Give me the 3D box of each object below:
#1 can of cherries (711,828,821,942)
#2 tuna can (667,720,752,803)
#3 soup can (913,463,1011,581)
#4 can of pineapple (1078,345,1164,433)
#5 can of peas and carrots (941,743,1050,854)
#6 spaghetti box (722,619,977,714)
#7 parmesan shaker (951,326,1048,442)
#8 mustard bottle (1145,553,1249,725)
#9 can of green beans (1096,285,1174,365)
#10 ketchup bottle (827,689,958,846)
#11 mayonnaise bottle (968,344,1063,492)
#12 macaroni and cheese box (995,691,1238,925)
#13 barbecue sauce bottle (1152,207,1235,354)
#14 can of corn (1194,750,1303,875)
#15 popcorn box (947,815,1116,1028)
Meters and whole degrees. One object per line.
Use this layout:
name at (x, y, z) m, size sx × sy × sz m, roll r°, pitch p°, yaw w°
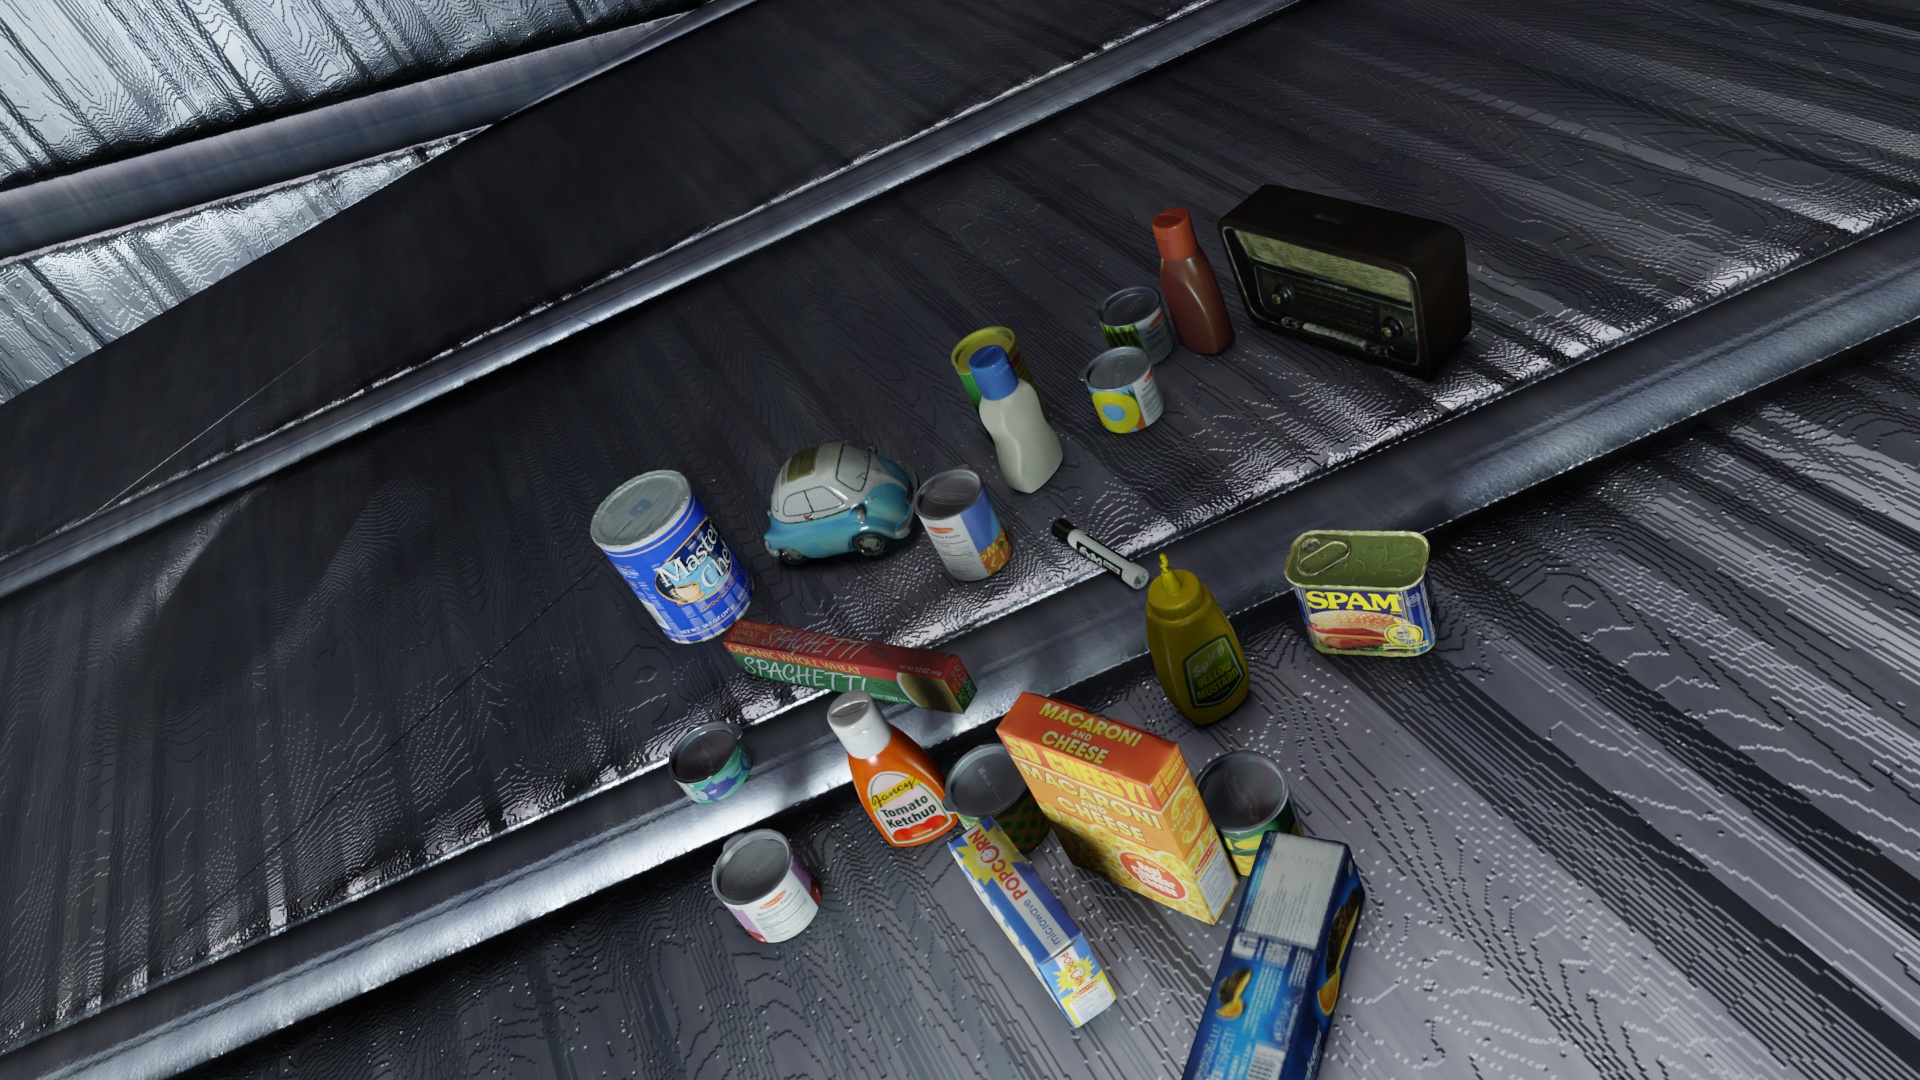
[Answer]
can of cherries at (-0.149, 0.263, 1.066) m, size 0.071 × 0.058 × 0.072 m, roll -15°, pitch 41°, yaw 14°
tuna can at (-0.214, 0.190, 1.200) m, size 0.071 × 0.032 × 0.071 m, roll -15°, pitch 41°, yaw 14°
soup can at (0.005, -0.016, 1.266) m, size 0.071 × 0.083 × 0.072 m, roll -15°, pitch 41°, yaw 14°
can of pineapple at (0.157, -0.146, 1.344) m, size 0.071 × 0.057 × 0.071 m, roll -15°, pitch 41°, yaw 14°
can of peas and carrots at (0.028, 0.197, 1.042) m, size 0.071 × 0.058 × 0.071 m, roll -15°, pitch 41°, yaw 14°
spaghetti box at (-0.102, 0.109, 1.215) m, size 0.250 × 0.050 × 0.029 m, roll 6°, pitch 50°, yaw 33°
parmesan shaker at (0.038, -0.150, 1.378) m, size 0.071 × 0.102 × 0.072 m, roll -15°, pitch 41°, yaw 14°
mustard bottle at (0.168, 0.069, 1.025) m, size 0.065 × 0.159 × 0.049 m, roll -33°, pitch 40°, yaw -7°
can of green beans at (0.178, -0.216, 1.408) m, size 0.071 × 0.057 × 0.071 m, roll -15°, pitch 41°, yaw 14°
ketchup bottle at (-0.054, 0.171, 1.045) m, size 0.065 × 0.148 × 0.044 m, roll -22°, pitch 40°, yaw 6°
mayonnaise bottle at (0.049, -0.116, 1.299) m, size 0.041 × 0.147 × 0.065 m, roll 18°, pitch 57°, yaw 41°
macaroni and cheese box at (0.107, 0.179, 0.934) m, size 0.124 × 0.165 × 0.040 m, roll 15°, pitch 55°, yaw 39°
barbecue sauce bottle at (0.223, -0.252, 1.353) m, size 0.044 × 0.148 × 0.065 m, roll -40°, pitch 41°, yaw -15°
can of corn at (0.196, 0.190, 0.958) m, size 0.071 × 0.058 × 0.071 m, roll -15°, pitch 41°, yaw 14°
popcorn box at (0.048, 0.258, 0.944) m, size 0.038 × 0.085 × 0.127 m, roll -35°, pitch 40°, yaw -9°
